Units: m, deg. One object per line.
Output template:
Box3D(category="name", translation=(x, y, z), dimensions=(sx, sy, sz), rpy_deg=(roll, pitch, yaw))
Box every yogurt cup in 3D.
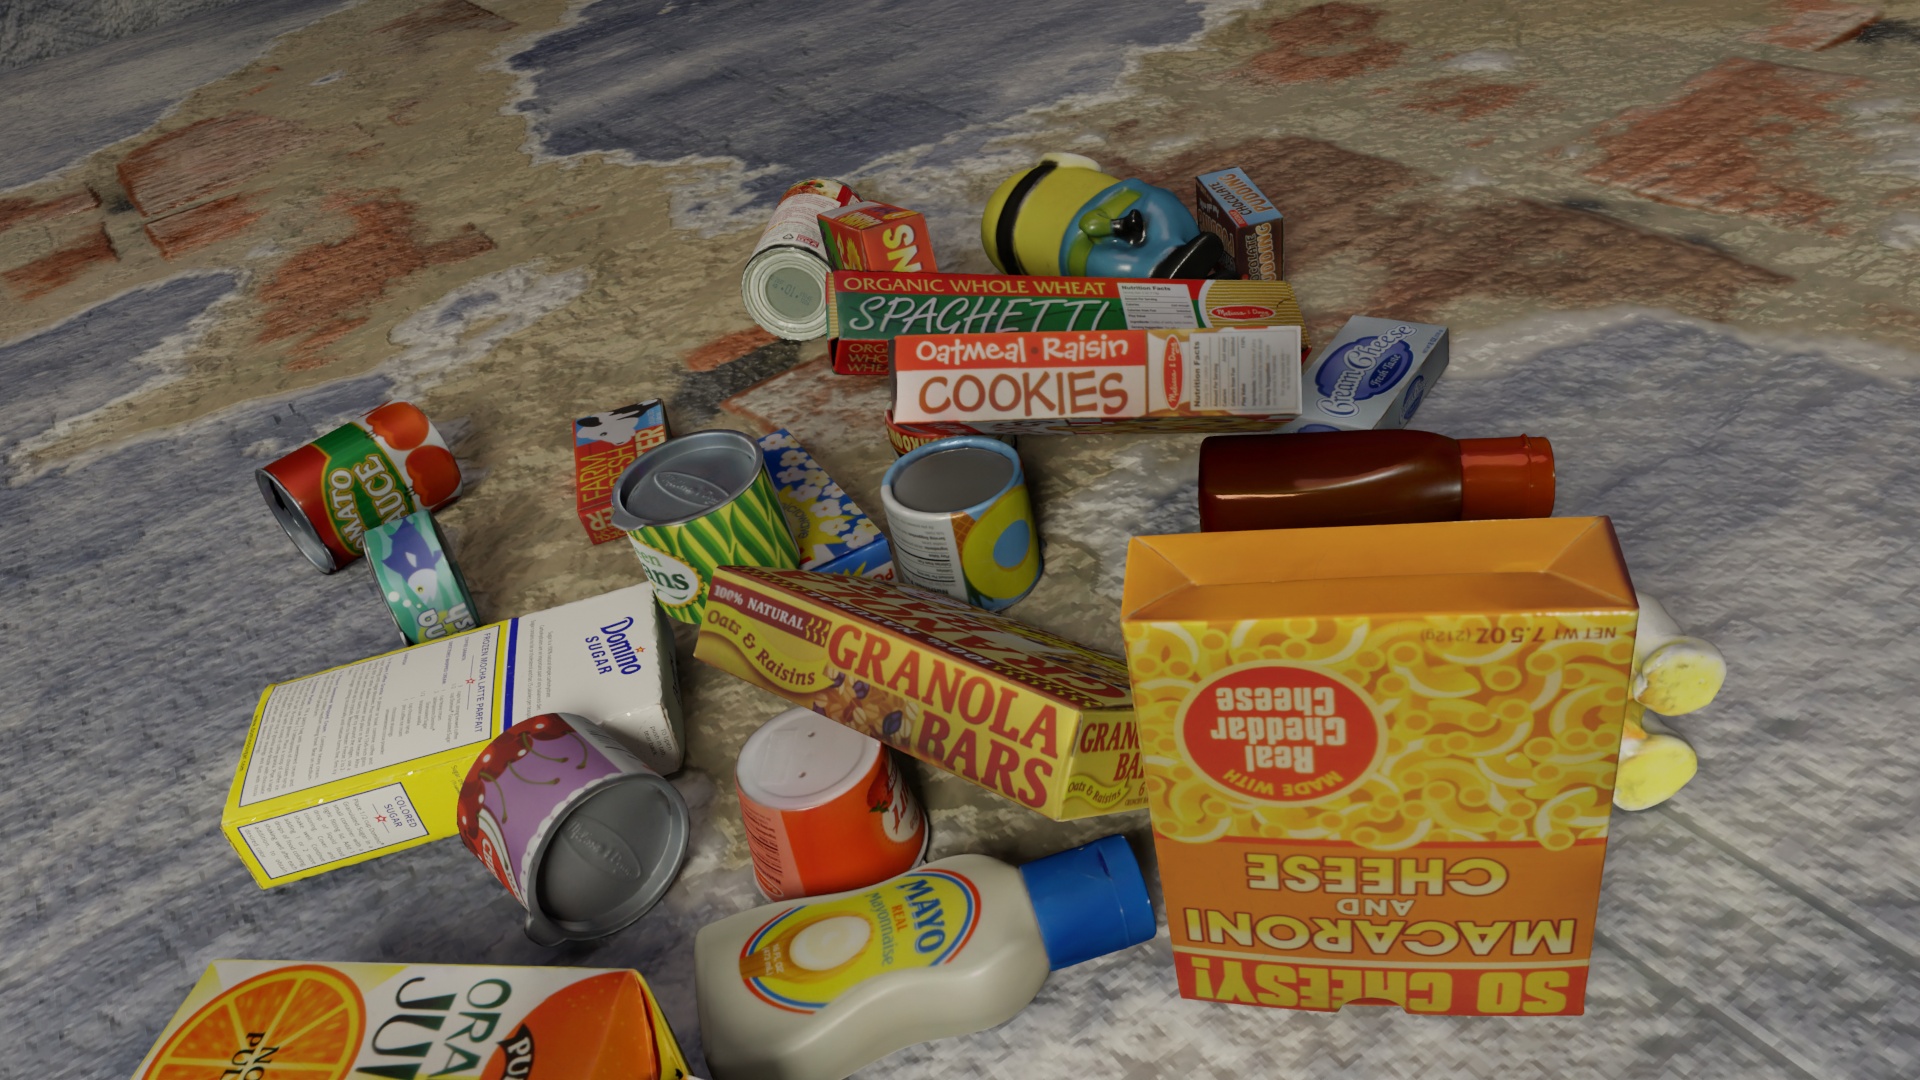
Box3D(category="yogurt cup", translation=(-0.050, 0.097, 0.511), dimensions=(0.072, 0.053, 0.073), rpy_deg=(-9, 35, 6))

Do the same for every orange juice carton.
Box3D(category="orange juice carton", translation=(-0.147, 0.178, 0.416), dimensions=(0.193, 0.071, 0.073), rpy_deg=(-3, 37, 13))

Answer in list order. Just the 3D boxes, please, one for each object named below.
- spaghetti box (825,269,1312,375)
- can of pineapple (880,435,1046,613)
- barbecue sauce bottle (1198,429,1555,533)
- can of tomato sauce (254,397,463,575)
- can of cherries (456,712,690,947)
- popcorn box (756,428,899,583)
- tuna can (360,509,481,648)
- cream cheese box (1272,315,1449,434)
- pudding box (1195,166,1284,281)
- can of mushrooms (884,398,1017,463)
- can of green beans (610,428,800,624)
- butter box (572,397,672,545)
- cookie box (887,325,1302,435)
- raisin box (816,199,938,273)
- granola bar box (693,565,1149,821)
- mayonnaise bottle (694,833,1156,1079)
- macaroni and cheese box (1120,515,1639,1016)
Box3D(category="spaghetti box", translation=(0.054, -0.111, 0.717), dimensions=(0.250, 0.028, 0.050), rpy_deg=(-1, 56, -10))
Box3D(category="can of pineapple", translation=(0.002, -0.008, 0.635), dimensions=(0.071, 0.057, 0.071), rpy_deg=(-8, 36, 6))
Box3D(category="barbecue sauce bottle", translation=(0.182, -0.025, 0.617), dimensions=(0.148, 0.043, 0.065), rpy_deg=(-2, 28, 13))
Box3D(category="can of tomato sauce", translation=(-0.324, -0.030, 0.756), dimensions=(0.071, 0.070, 0.083), rpy_deg=(22, 48, 39))
Box3D(category="can of cherries", translation=(-0.146, 0.107, 0.517), dimensions=(0.072, 0.071, 0.058), rpy_deg=(-36, 42, -29))
Box3D(category="popcorn box", translation=(-0.094, 0.001, 0.668), dimensions=(0.085, 0.038, 0.127), rpy_deg=(-26, 38, -16))
Box3D(category="tuna can", translation=(-0.258, 0.022, 0.667), dimensions=(0.033, 0.070, 0.071), rpy_deg=(-23, 37, -15))
Box3D(category="cream cheese box", translation=(0.201, -0.076, 0.697), dimensions=(0.053, 0.024, 0.104), rpy_deg=(14, 43, 34))
Box3D(category="pudding box", translation=(0.167, -0.184, 0.832), dimensions=(0.030, 0.049, 0.084), rpy_deg=(-12, 36, -2))
Box3D(category="can of mushrooms", translation=(-0.006, -0.058, 0.726), dimensions=(0.071, 0.033, 0.071), rpy_deg=(-7, 36, 6))
Box3D(category="can of green beans", translation=(-0.109, -0.006, 0.599), dimensions=(0.071, 0.057, 0.071), rpy_deg=(-10, 37, 8))
Box3D(category="butter box", translation=(-0.183, -0.040, 0.763), dimensions=(0.053, 0.024, 0.104), rpy_deg=(-16, 36, -6))
Box3D(category="cookie box", translation=(0.060, -0.070, 0.622), dimensions=(0.167, 0.040, 0.123), rpy_deg=(0, 2, 7))
Box3D(category="raisin box", translation=(-0.043, -0.144, 0.786), dimensions=(0.040, 0.085, 0.123), rpy_deg=(-18, 21, -11))
Box3D(category="granola bar box", translation=(0.004, 0.051, 0.512), dimensions=(0.165, 0.039, 0.124), rpy_deg=(18, 5, 35))
Box3D(category="mayonnaise bottle", translation=(-0.011, 0.135, 0.458), dimensions=(0.148, 0.041, 0.065), rpy_deg=(-17, 34, -5))
Box3D(category="macaroni and cheese box", translation=(0.117, 0.072, 0.399), dimensions=(0.124, 0.165, 0.040), rpy_deg=(-3, 37, 14))
